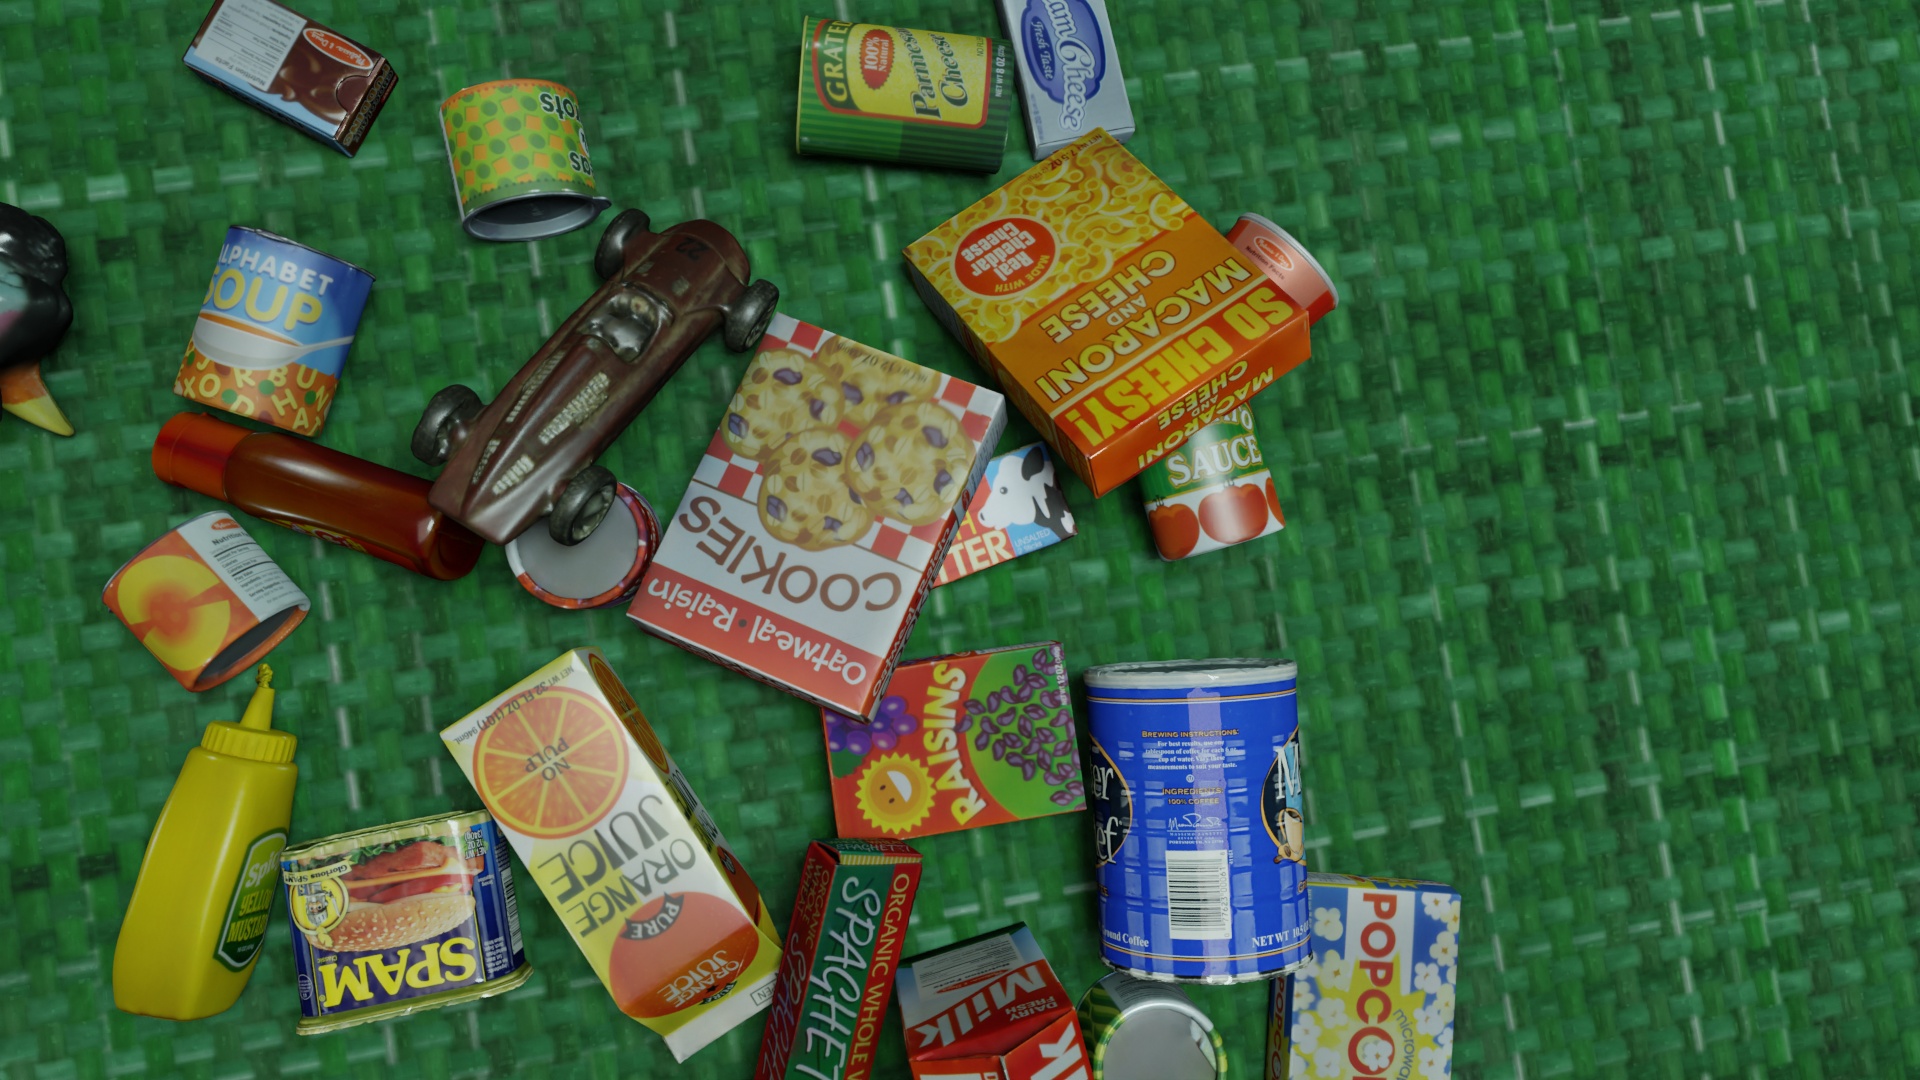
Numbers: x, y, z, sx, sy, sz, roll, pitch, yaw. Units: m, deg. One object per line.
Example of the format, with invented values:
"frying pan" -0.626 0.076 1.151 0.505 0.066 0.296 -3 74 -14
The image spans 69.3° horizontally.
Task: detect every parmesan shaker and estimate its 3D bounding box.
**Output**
"parmesan shaker" -0.028 -0.225 0.696 0.103 0.071 0.071 4 87 -6

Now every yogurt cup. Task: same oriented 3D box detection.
"yogurt cup" 0.150 -0.125 0.710 0.072 0.072 0.054 44 92 -2

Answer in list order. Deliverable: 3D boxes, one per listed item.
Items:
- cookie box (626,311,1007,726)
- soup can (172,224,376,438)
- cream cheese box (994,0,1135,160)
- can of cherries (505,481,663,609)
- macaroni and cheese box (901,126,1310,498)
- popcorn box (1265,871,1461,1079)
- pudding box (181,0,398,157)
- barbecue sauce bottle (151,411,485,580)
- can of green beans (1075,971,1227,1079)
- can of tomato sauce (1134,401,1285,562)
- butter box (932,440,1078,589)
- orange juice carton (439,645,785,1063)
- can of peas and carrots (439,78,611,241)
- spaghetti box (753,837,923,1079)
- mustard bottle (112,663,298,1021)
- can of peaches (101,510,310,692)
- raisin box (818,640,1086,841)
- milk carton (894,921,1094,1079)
"cookie box" -0.066 -0.011 0.669 0.123 0.040 0.168 22 77 10
"soup can" -0.324 -0.098 0.655 0.071 0.071 0.084 17 86 -5
"cream cheese box" 0.052 -0.256 0.726 0.053 0.024 0.104 -13 88 -7
"can of cherries" -0.178 0.000 0.671 0.071 0.058 0.071 0 87 -5
"macaroni and cheese box" 0.067 -0.114 0.670 0.124 0.040 0.167 -33 57 -6
"popcorn box" 0.203 0.235 0.706 0.085 0.038 0.126 5 86 -6
"pudding box" -0.328 -0.232 0.683 0.084 0.030 0.050 27 84 -4
"barbecue sauce bottle" -0.305 -0.023 0.659 0.148 0.065 0.044 18 83 4
"can of green beans" 0.092 0.251 0.684 0.071 0.058 0.071 0 87 -6
"can of tomato sauce" 0.121 -0.037 0.697 0.071 0.071 0.083 -16 89 -6
"butter box" 0.003 -0.009 0.707 0.103 0.024 0.053 -21 89 -7
"orange juice carton" -0.156 0.149 0.657 0.072 0.073 0.192 -33 91 -7
"can of peas and carrots" -0.211 -0.184 0.674 0.071 0.071 0.058 -13 88 -6
"spaghetti box" -0.071 0.259 0.652 0.050 0.029 0.249 10 96 -36
"mustard bottle" -0.342 0.136 0.645 0.049 0.065 0.160 12 82 -1
"can of peaches" -0.352 0.030 0.648 0.071 0.071 0.058 -43 92 -6
"raisin box" -0.006 0.100 0.693 0.123 0.040 0.086 -8 88 -7
"milk carton" 0.017 0.234 0.611 0.073 0.190 0.072 -16 89 -6
